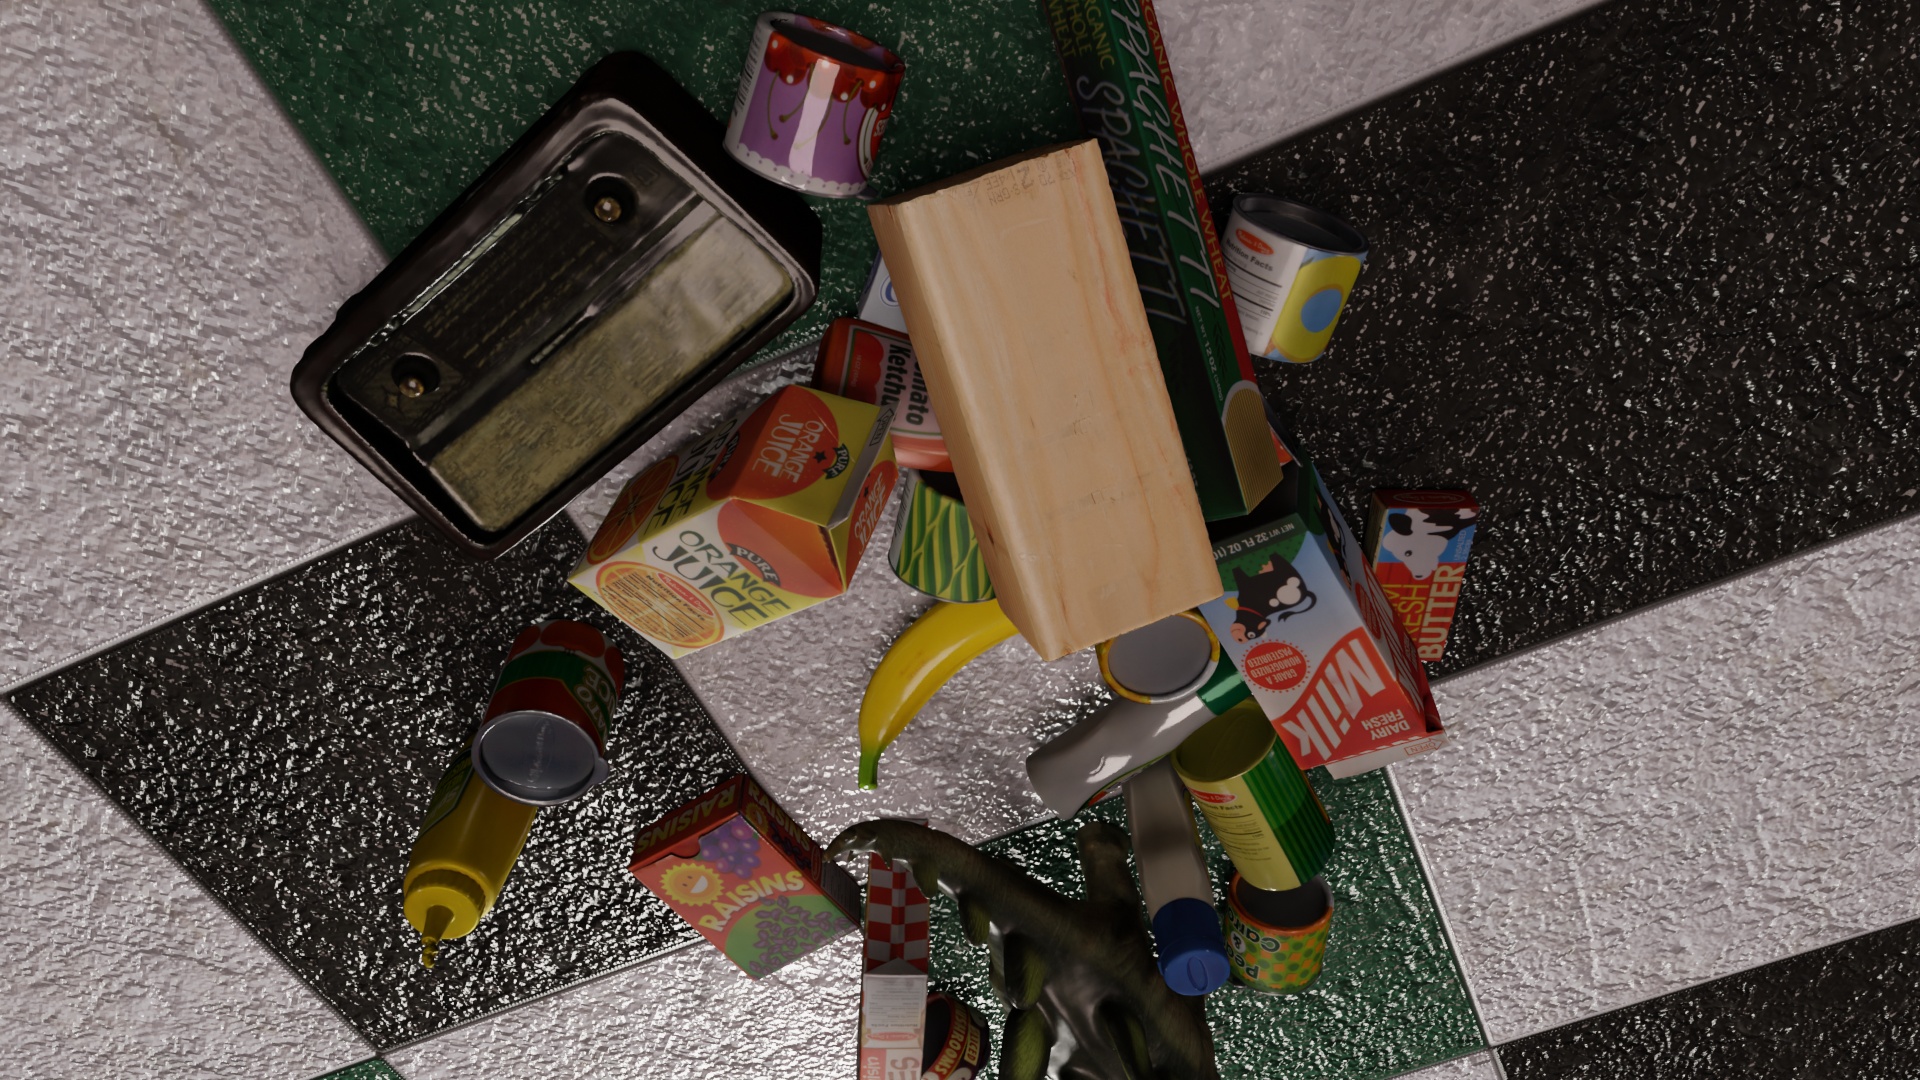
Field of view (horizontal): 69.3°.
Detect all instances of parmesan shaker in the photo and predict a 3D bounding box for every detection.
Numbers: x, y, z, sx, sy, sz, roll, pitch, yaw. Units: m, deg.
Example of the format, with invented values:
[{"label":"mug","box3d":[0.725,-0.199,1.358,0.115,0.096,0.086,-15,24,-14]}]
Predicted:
[{"label":"parmesan shaker","box3d":[0.173,0.150,0.828,0.071,0.071,0.102,-25,121,13]}]

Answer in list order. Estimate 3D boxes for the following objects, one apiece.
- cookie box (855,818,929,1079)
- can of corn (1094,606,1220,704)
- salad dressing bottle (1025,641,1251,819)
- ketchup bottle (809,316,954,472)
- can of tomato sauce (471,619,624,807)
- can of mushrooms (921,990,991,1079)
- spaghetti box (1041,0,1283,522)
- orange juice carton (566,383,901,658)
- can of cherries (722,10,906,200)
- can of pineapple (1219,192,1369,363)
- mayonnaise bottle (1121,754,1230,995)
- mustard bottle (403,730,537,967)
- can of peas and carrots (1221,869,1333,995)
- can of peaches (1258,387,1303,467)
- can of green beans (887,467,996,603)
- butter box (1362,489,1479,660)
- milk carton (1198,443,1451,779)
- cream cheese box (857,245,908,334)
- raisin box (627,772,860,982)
[{"label":"cookie box","box3d":[-0.043,0.277,0.860,0.040,0.123,0.166,2,122,-3]},{"label":"can of corn","box3d":[0.103,0.046,0.761,0.071,0.058,0.070,-2,122,-2]},{"label":"salad dressing bottle","box3d":[0.108,0.105,0.798,0.147,0.064,0.044,-36,82,15]},{"label":"ketchup bottle","box3d":[0.000,-0.062,0.690,0.149,0.065,0.043,14,161,-16]},{"label":"can of tomato sauce","box3d":[-0.221,0.092,0.759,0.071,0.083,0.070,-1,122,-2]},{"label":"can of mushrooms","box3d":[-0.012,0.340,0.933,0.033,0.071,0.071,38,113,-21]},{"label":"spaghetti box","box3d":[0.091,-0.131,0.611,0.028,0.050,0.249,-9,107,35]},{"label":"orange juice carton","box3d":[-0.100,-0.010,0.661,0.073,0.072,0.192,41,140,-25]},{"label":"can of cherries","box3d":[-0.061,-0.188,0.602,0.071,0.072,0.058,16,119,-12]},{"label":"can of pineapple","box3d":[0.152,-0.124,0.654,0.071,0.071,0.057,11,122,-10]},{"label":"mayonnaise bottle","box3d":[0.123,0.191,0.800,0.041,0.149,0.064,-15,122,7]},{"label":"mustard bottle","box3d":[-0.268,0.166,0.757,0.065,0.161,0.048,-41,114,19]},{"label":"can of peas and carrots","box3d":[0.199,0.245,0.885,0.071,0.071,0.058,-1,121,-2]},{"label":"can of peaches","box3d":[0.128,-0.052,0.695,0.058,0.071,0.071,-33,118,18]},{"label":"can of green beans","box3d":[0.000,-0.010,0.717,0.071,0.071,0.057,10,121,-9]},{"label":"butter box","box3d":[0.250,0.020,0.773,0.053,0.024,0.103,0,122,-2]},{"label":"milk carton","box3d":[0.191,0.052,0.741,0.072,0.074,0.190,-23,114,27]},{"label":"cream cheese box","box3d":[0.007,-0.119,0.674,0.104,0.024,0.053,15,119,-13]},{"label":"raisin box","box3d":[-0.132,0.211,0.864,0.086,0.040,0.123,-30,118,16]}]
